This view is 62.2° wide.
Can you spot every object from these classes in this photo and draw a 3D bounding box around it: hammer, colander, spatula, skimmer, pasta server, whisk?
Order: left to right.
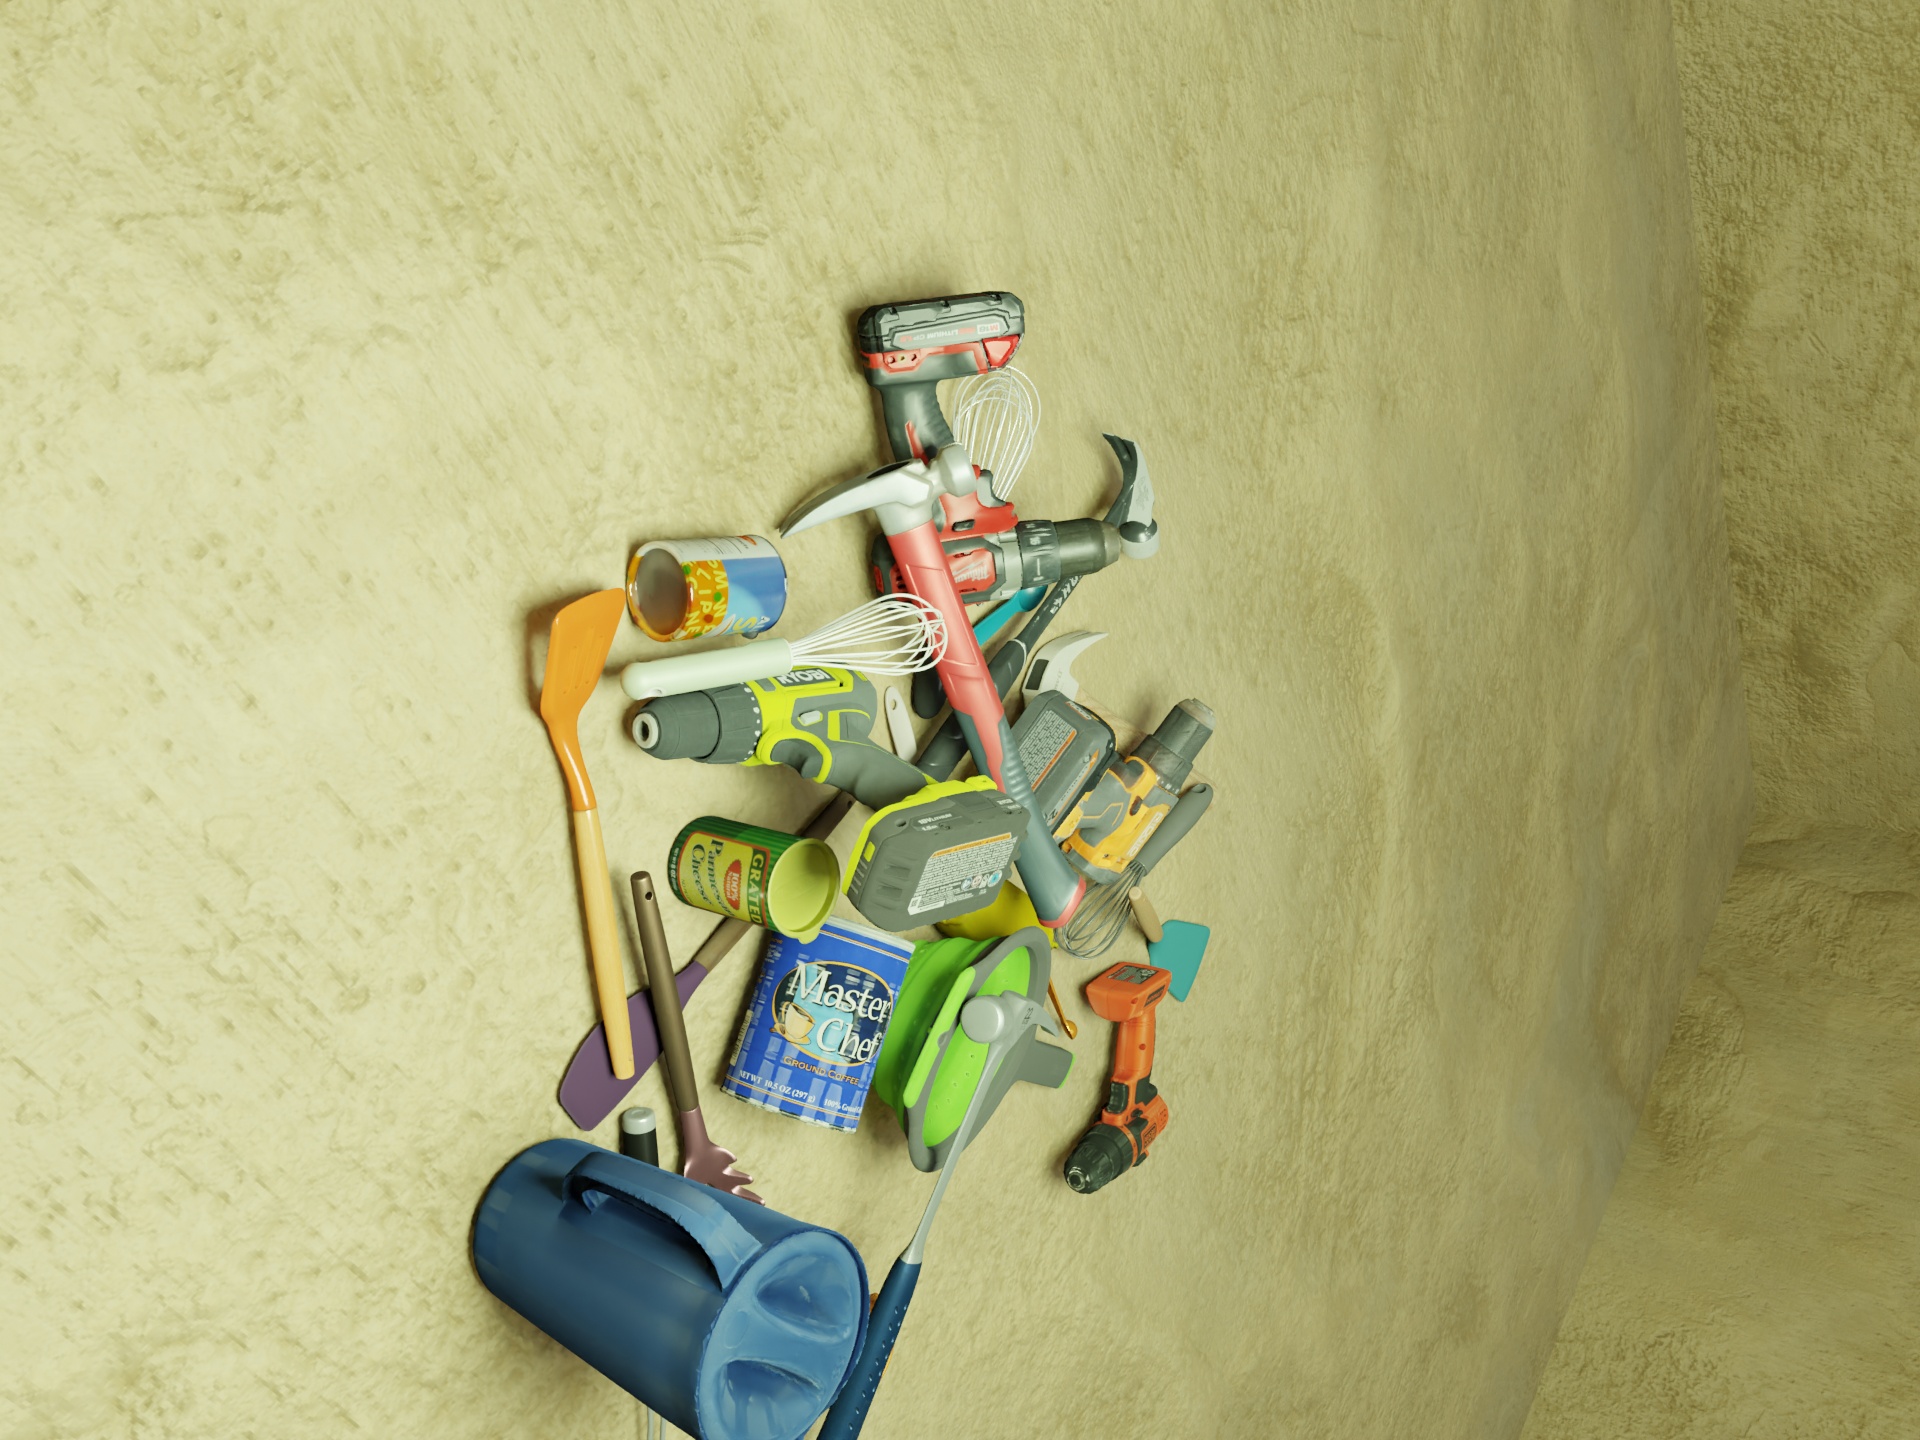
[{"bbox_3d":[-0.227,0.079,1.008,0.081,0.041,0.322,-39,126,-66],"label":"spatula"},{"bbox_3d":[-0.193,0.447,1.084,0.127,0.090,0.363,-10,104,-40],"label":"skimmer"},{"bbox_3d":[-0.185,0.243,1.082,0.060,0.040,0.316,-27,122,-37],"label":"pasta server"},{"bbox_3d":[-0.168,0.154,1.119,0.316,0.018,0.059,-49,132,-32],"label":"spatula"},{"bbox_3d":[-0.111,-0.045,1.056,0.246,0.058,0.059,-12,75,-34],"label":"whisk"},{"bbox_3d":[-0.029,0.390,1.186,0.144,0.035,0.405,17,96,-66],"label":"hammer"},{"bbox_3d":[-0.002,-0.004,1.182,0.143,0.038,0.386,-21,113,0],"label":"hammer"},{"bbox_3d":[0.003,-0.140,1.249,0.070,0.070,0.284,11,93,-51],"label":"whisk"},{"bbox_3d":[0.008,0.260,1.313,0.204,0.094,0.396,-64,157,-7],"label":"colander"},{"bbox_3d":[0.055,-0.069,1.299,0.409,0.036,0.149,-54,150,-28],"label":"hammer"},{"bbox_3d":[0.157,0.017,1.481,0.331,0.031,0.130,32,73,-49],"label":"hammer"},{"bbox_3d":[0.169,0.137,1.485,0.239,0.055,0.055,-45,129,-30],"label":"whisk"},{"bbox_3d":[0.193,0.199,1.503,0.082,0.044,0.317,-67,161,-12],"label":"spatula"}]

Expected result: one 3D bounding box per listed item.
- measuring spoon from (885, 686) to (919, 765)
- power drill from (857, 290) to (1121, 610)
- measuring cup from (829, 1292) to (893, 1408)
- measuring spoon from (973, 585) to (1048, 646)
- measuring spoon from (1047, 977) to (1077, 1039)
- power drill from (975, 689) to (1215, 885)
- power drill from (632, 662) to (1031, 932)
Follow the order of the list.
[{"bbox_3d":[-0.045,0.032,1.254,0.034,0.018,0.124,-28,111,-44],"label":"measuring spoon"},{"bbox_3d":[0.019,-0.197,1.172,0.188,0.080,0.226,-9,107,-7],"label":"power drill"},{"bbox_3d":[-0.123,0.473,1.210,0.173,0.052,0.095,27,76,-48],"label":"measuring cup"},{"bbox_3d":[0.025,-0.088,1.316,0.128,0.021,0.042,-42,142,-27],"label":"measuring spoon"},{"bbox_3d":[0.084,0.238,1.430,0.011,0.021,0.116,-27,111,-15],"label":"measuring spoon"},{"bbox_3d":[0.125,0.042,1.355,0.185,0.084,0.226,-54,148,7],"label":"power drill"},{"bbox_3d":[-0.085,0.038,1.042,0.190,0.229,0.080,-9,127,-49],"label":"power drill"}]
